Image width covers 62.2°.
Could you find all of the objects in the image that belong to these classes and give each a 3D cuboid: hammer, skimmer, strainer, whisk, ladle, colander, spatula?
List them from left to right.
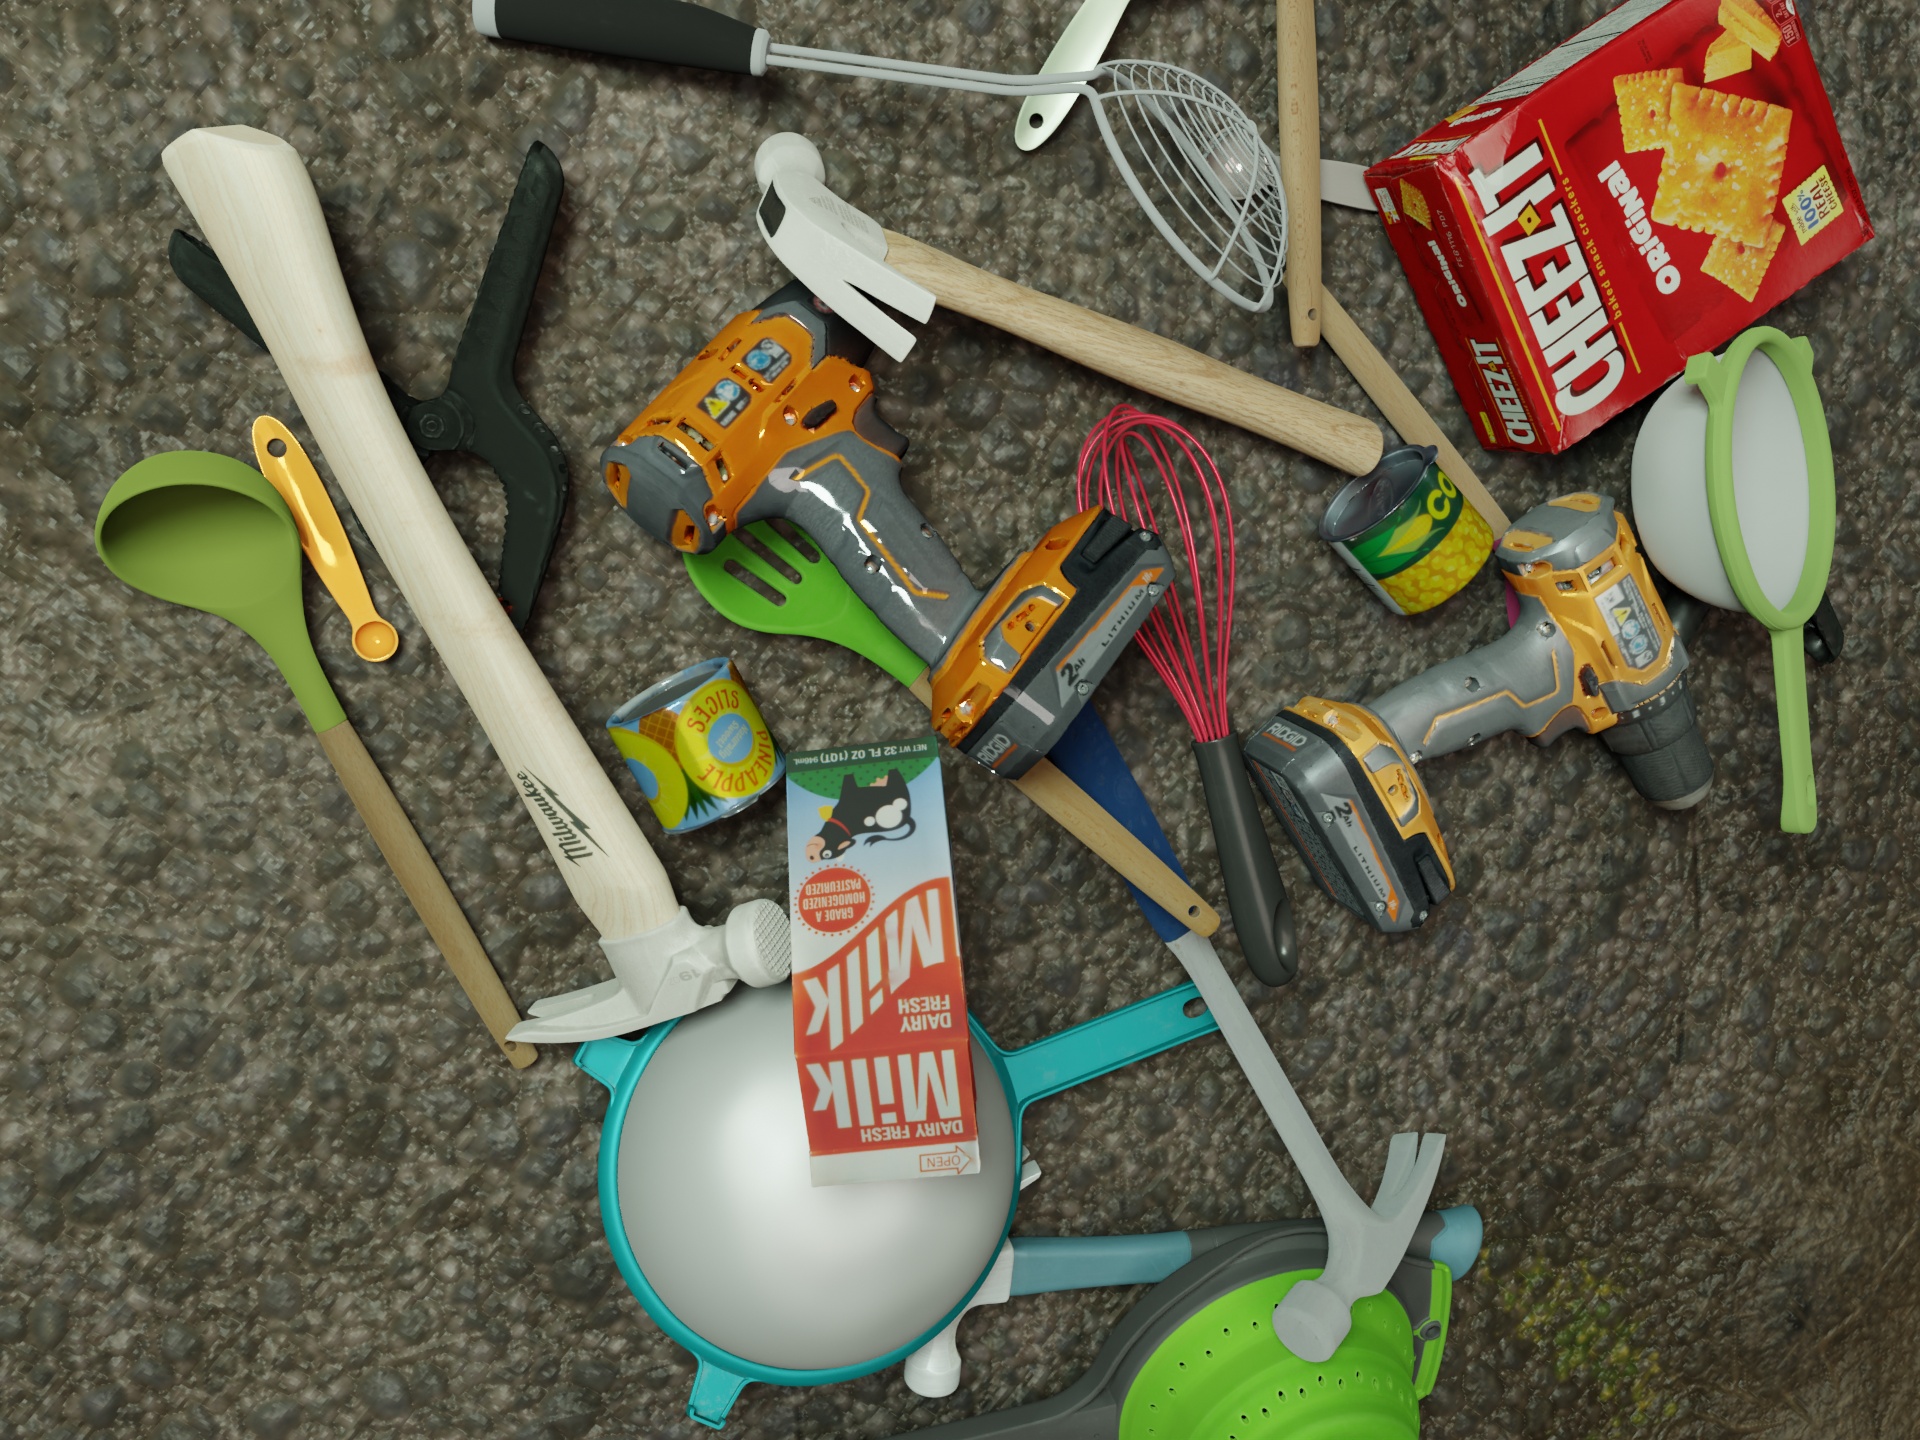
[{"bbox_3d":[-0.270,0.030,0.704,0.078,0.062,0.320,-21,109,8],"label":"ladle"},{"bbox_3d":[-0.221,-0.045,0.676,0.146,0.038,0.410,-19,106,21],"label":"hammer"},{"bbox_3d":[-0.029,-0.255,0.700,0.363,0.127,0.090,8,133,-2],"label":"skimmer"},{"bbox_3d":[-0.001,0.191,0.760,0.340,0.095,0.211,-18,87,-17],"label":"strainer"},{"bbox_3d":[0.063,-0.175,0.738,0.331,0.130,0.031,15,126,-25],"label":"hammer"},{"bbox_3d":[0.096,0.388,0.823,0.397,0.095,0.204,-8,116,-14],"label":"colander"},{"bbox_3d":[0.120,0.111,0.801,0.144,0.035,0.405,-36,99,-38],"label":"hammer"},{"bbox_3d":[0.119,-0.011,0.775,0.073,0.073,0.296,-17,95,-11],"label":"whisk"},{"bbox_3d":[0.135,0.294,0.872,0.331,0.033,0.128,2,101,-16],"label":"hammer"},{"bbox_3d":[0.161,-0.338,0.748,0.082,0.044,0.317,-5,96,-19],"label":"spatula"},{"bbox_3d":[0.393,-0.067,0.815,0.151,0.069,0.256,-18,102,-43],"label":"strainer"}]

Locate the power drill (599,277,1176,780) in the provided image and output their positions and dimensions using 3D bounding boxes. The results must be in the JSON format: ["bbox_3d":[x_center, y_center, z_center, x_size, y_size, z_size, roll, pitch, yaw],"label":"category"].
[{"bbox_3d":[-0.021,-0.099,0.706,0.226,0.084,0.164,37,67,-1],"label":"power drill"}]

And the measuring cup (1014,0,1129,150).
[{"bbox_3d":[0.070,-0.343,0.740,0.083,0.038,0.167,28,106,-19],"label":"measuring cup"}]

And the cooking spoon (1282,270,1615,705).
[{"bbox_3d":[0.270,-0.117,0.839,0.069,0.017,0.318,-46,109,-3],"label":"cooking spoon"}]

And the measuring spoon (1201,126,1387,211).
[{"bbox_3d":[0.172,-0.268,0.791,0.124,0.018,0.034,2,96,-22],"label":"measuring spoon"}]

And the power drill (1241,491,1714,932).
[{"bbox_3d":[0.282,0.016,0.830,0.226,0.084,0.185,-36,110,-5],"label":"power drill"}]

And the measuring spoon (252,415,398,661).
[{"bbox_3d":[-0.282,-0.080,0.705,0.021,0.011,0.117,-26,102,-10],"label":"measuring spoon"}]

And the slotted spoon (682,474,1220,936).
[{"bbox_3d":[-0.001,-0.002,0.744,0.314,0.031,0.070,40,89,-1],"label":"slotted spoon"}]
